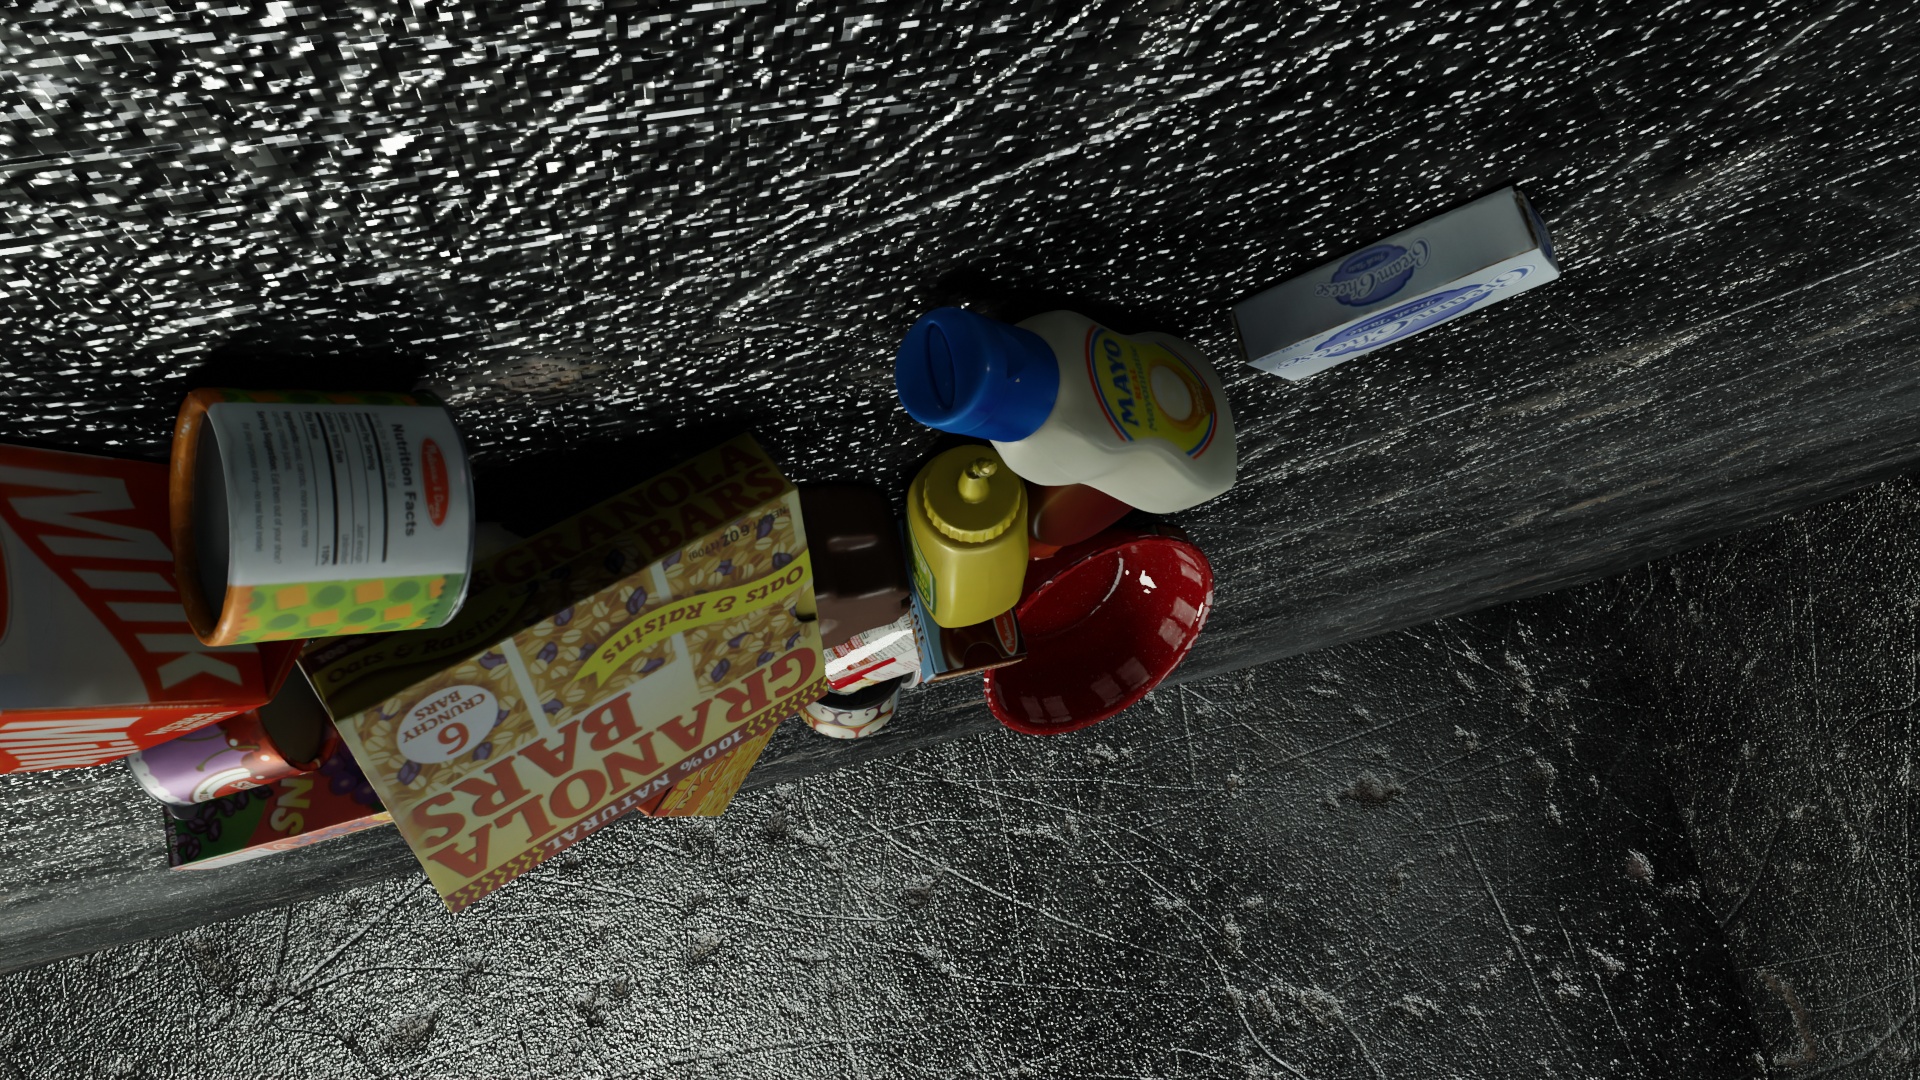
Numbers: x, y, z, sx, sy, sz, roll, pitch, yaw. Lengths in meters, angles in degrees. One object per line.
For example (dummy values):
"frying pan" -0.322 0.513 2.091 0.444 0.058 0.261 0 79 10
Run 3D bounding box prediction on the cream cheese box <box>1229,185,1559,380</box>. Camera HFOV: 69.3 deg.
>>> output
"cream cheese box" 0.153 -0.088 0.491 0.103 0.024 0.053 -21 169 30

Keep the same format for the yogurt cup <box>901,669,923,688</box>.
"yogurt cup" -0.021 0.051 0.859 0.054 0.072 0.072 -18 171 -26

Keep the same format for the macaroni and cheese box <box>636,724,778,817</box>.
"macaroni and cheese box" -0.142 0.103 0.830 0.124 0.040 0.166 -58 172 -8

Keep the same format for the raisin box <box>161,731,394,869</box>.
"raisin box" -0.312 0.100 0.661 0.123 0.086 0.040 -15 167 3

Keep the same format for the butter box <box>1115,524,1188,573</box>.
"butter box" 0.100 0.017 0.941 0.103 0.024 0.053 -20 167 27

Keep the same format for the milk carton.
"milk carton" -0.257 0.020 0.366 0.072 0.073 0.190 -20 168 22

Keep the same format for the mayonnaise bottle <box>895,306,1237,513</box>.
"mayonnaise bottle" 0.040 -0.046 0.462 0.041 0.065 0.148 -22 163 35

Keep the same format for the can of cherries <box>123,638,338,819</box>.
"can of cherries" -0.304 0.075 0.583 0.058 0.071 0.071 -15 169 2

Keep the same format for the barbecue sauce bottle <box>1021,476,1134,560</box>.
"barbecue sauce bottle" 0.052 -0.024 0.627 0.065 0.044 0.148 -12 169 -17

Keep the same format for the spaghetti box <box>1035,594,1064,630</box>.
"spaghetti box" -0.055 0.069 0.940 0.250 0.029 0.050 -18 138 18

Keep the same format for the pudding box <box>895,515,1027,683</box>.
"pudding box" -0.003 0.026 0.699 0.050 0.084 0.030 -12 168 -16

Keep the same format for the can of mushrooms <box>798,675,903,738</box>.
"can of mushrooms" -0.070 0.082 0.828 0.071 0.071 0.033 -11 143 -16

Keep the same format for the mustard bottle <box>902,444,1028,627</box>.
"mustard bottle" 0.002 -0.008 0.605 0.049 0.065 0.159 -18 164 -8

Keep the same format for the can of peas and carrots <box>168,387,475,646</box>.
"can of peas and carrots" -0.170 -0.006 0.366 0.059 0.071 0.070 -3 164 -41

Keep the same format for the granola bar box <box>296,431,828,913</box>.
"granola bar box" -0.130 0.049 0.499 0.166 0.039 0.123 -29 144 -23
